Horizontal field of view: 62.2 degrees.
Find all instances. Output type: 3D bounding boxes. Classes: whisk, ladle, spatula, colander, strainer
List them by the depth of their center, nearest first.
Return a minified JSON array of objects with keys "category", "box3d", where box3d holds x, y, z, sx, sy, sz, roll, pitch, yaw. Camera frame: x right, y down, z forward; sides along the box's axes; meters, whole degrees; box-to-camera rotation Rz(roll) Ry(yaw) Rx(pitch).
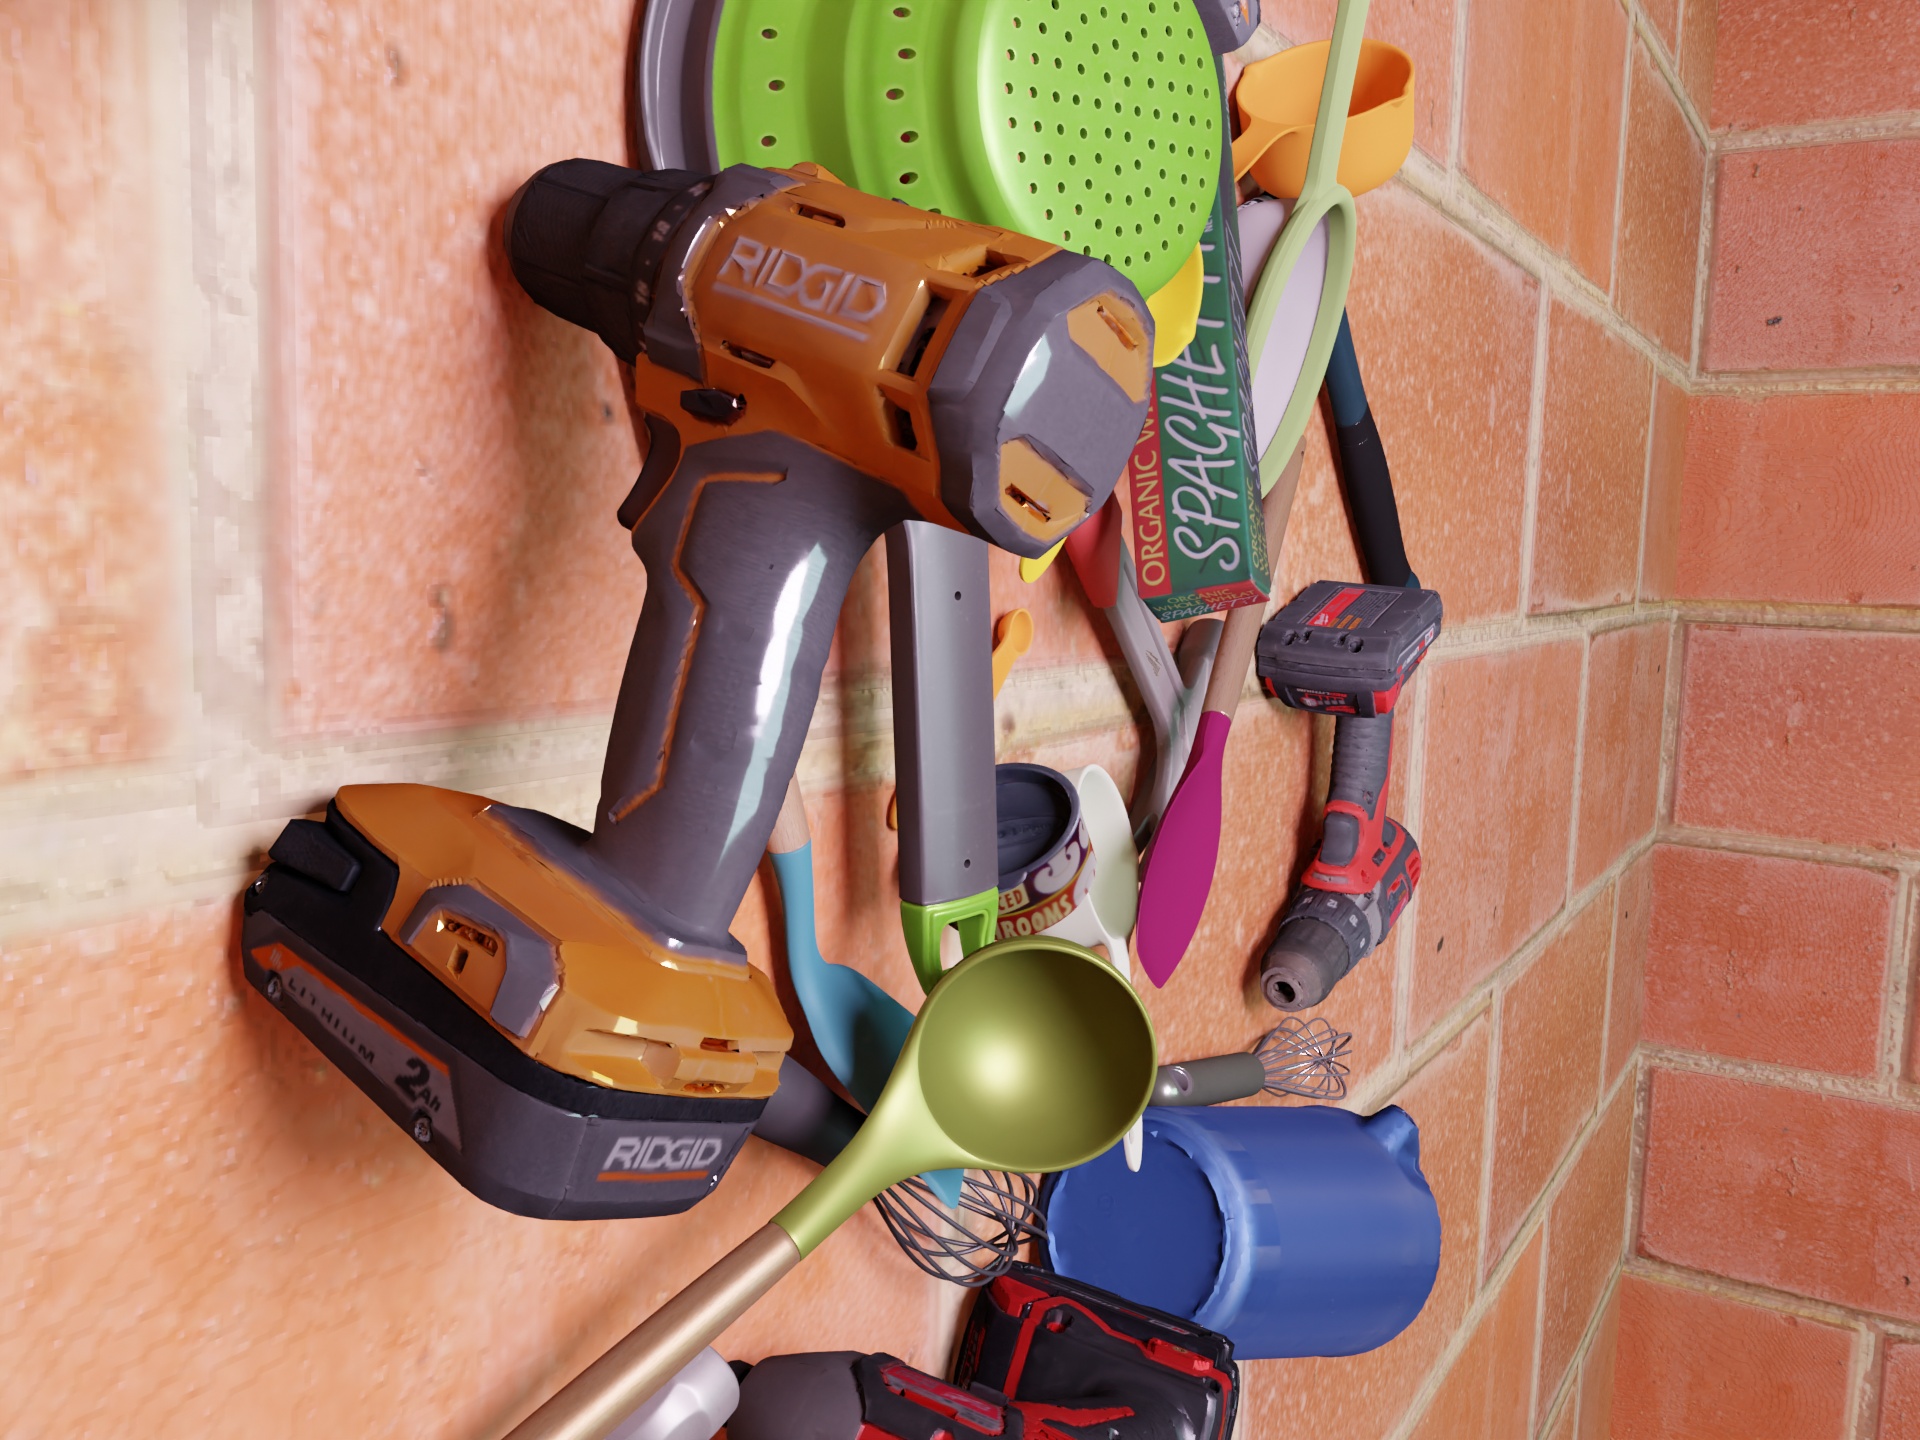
[{"category":"ladle","box3d":[-0.064,0.163,0.442,0.320,0.062,0.078,-33,100,-34]},{"category":"colander","box3d":[0.015,-0.097,0.497,0.204,0.094,0.397,-10,102,-42]},{"category":"spatula","box3d":[-0.051,0.014,0.513,0.082,0.044,0.317,-82,161,-65]},{"category":"whisk","box3d":[-0.036,0.151,0.563,0.238,0.055,0.055,46,56,-45]},{"category":"strainer","box3d":[0.131,-0.223,0.713,0.151,0.069,0.256,-45,148,-49]},{"category":"whisk","box3d":[0.164,0.199,0.899,0.246,0.059,0.058,10,43,-55]}]

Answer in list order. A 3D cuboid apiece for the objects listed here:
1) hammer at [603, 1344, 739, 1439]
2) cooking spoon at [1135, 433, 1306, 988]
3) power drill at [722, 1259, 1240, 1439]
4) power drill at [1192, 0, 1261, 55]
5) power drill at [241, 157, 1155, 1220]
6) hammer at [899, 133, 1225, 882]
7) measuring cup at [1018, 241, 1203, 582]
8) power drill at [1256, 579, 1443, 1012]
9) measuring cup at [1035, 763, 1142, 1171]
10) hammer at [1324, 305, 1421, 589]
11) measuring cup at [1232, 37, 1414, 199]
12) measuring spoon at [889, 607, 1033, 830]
[{"category":"hammer","box3d":[-0.096,0.368,0.505,0.130,0.031,0.331,-36,124,-52]},{"category":"cooking spoon","box3d":[0.126,-0.021,0.752,0.068,0.017,0.319,59,43,-45]},{"category":"power drill","box3d":[0.013,0.256,0.575,0.219,0.143,0.078,30,73,-63]},{"category":"power drill","box3d":[0.087,-0.383,0.646,0.164,0.084,0.227,35,62,-56]},{"category":"power drill","box3d":[-0.079,-0.026,0.375,0.084,0.185,0.226,25,92,-57]},{"category":"hammer","box3d":[0.047,-0.086,0.667,0.149,0.037,0.358,-64,144,-30]},{"category":"measuring cup","box3d":[0.048,-0.125,0.612,0.062,0.029,0.156,40,73,-55]},{"category":"power drill","box3d":[0.224,0.047,0.945,0.188,0.080,0.226,-35,127,-51]},{"category":"measuring cup","box3d":[0.050,0.103,0.666,0.083,0.038,0.168,14,69,-65]},{"category":"hammer","box3d":[0.243,-0.181,0.977,0.128,0.033,0.330,-64,144,-31]},{"category":"measuring cup","box3d":[0.160,-0.276,0.798,0.173,0.095,0.052,-45,141,-21]},{"category":"measuring spoon","box3d":[-0.001,-0.002,0.628,0.117,0.011,0.021,-57,139,-32]}]
